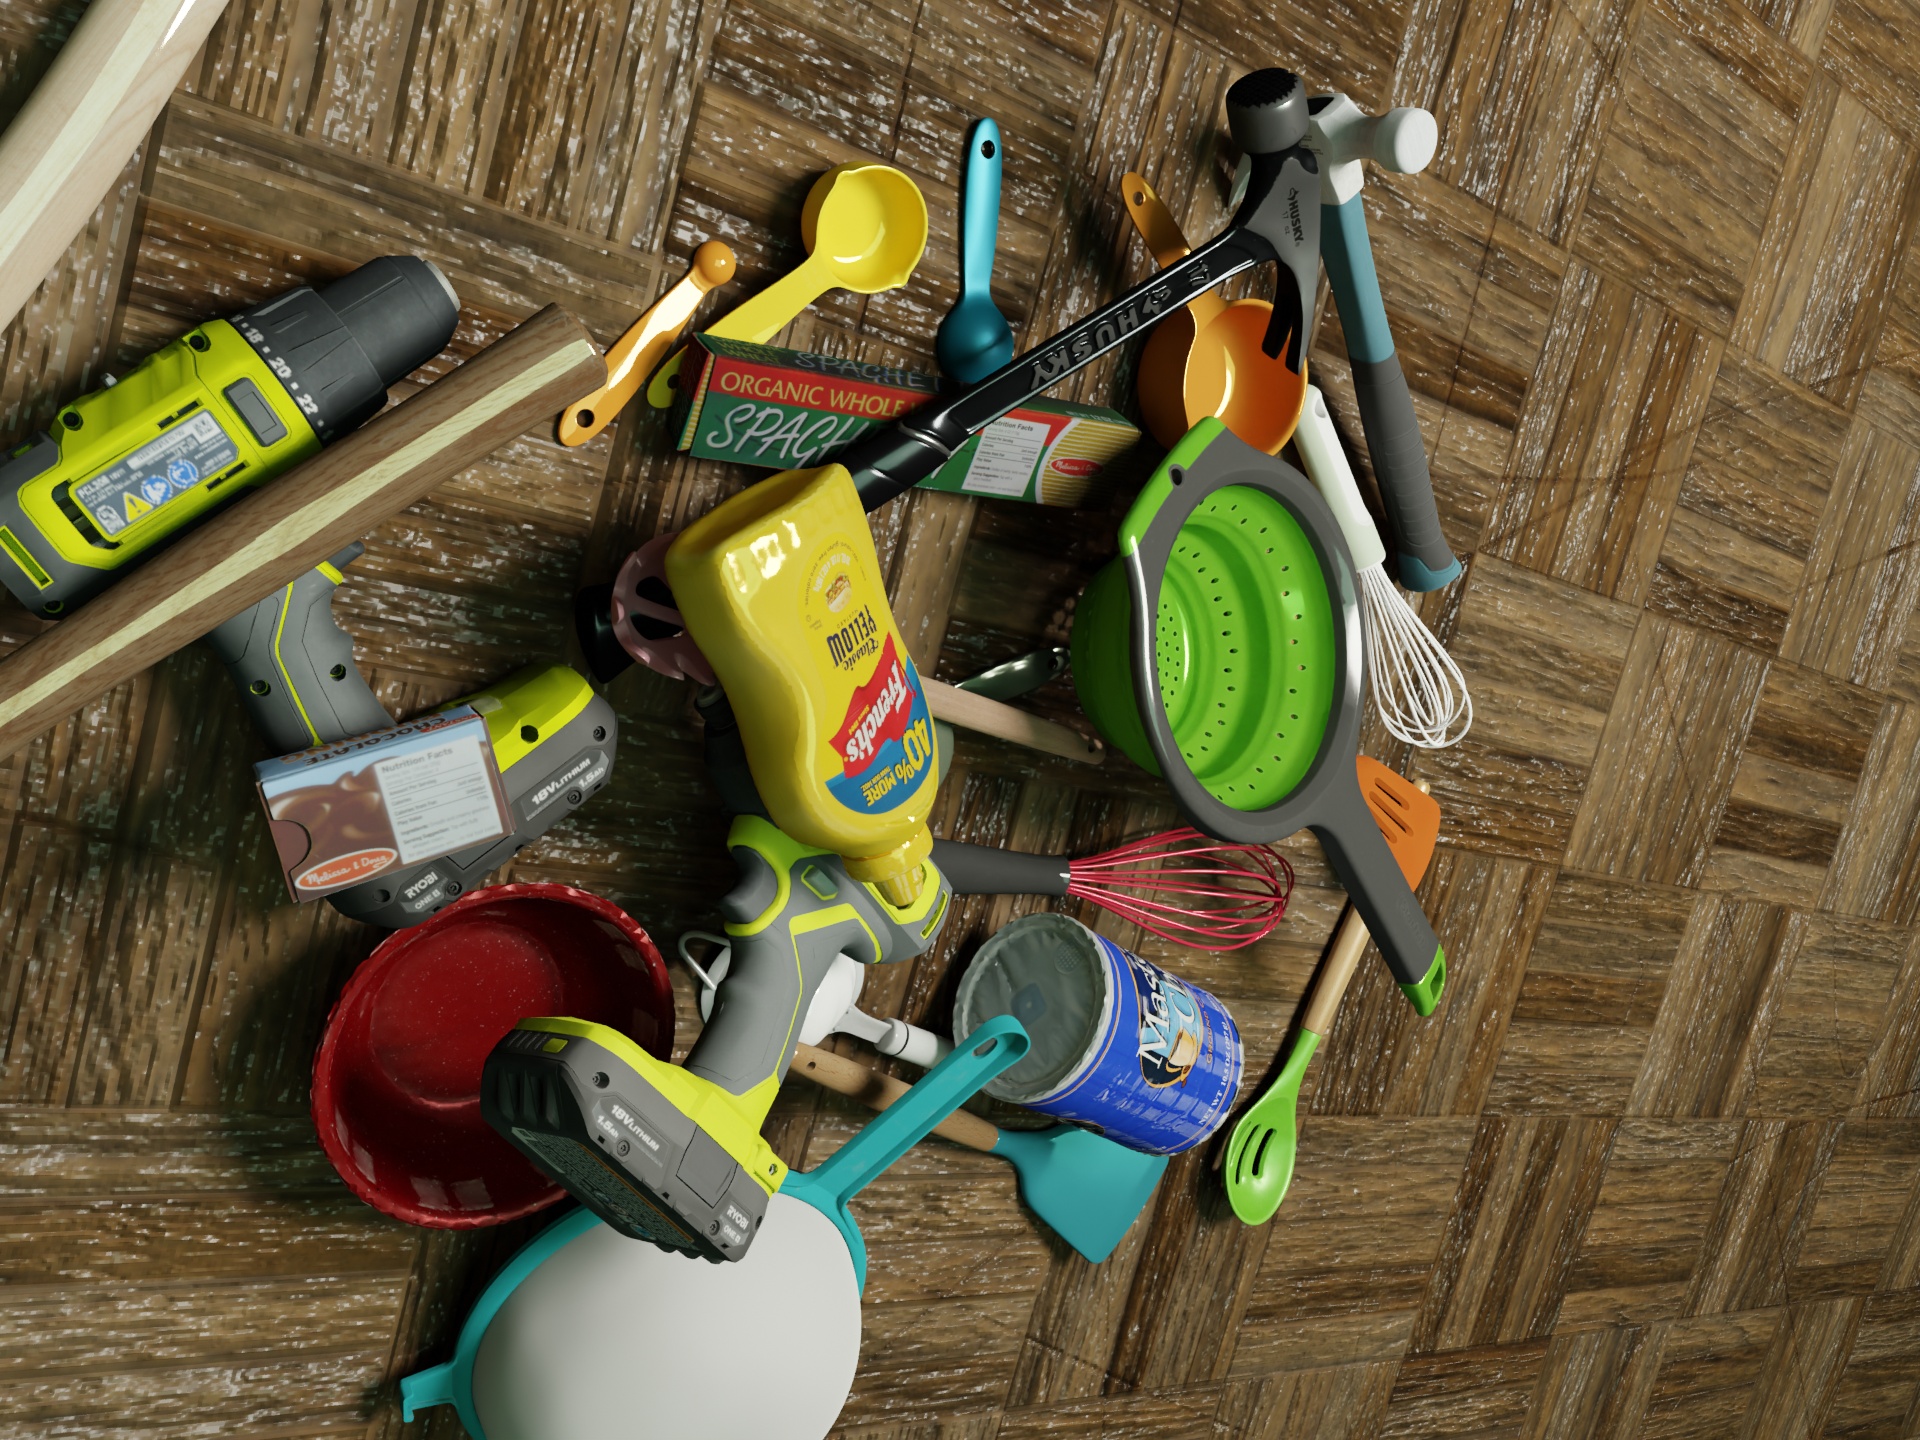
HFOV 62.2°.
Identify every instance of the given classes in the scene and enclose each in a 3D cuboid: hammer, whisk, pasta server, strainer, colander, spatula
[{"bbox_3d":[0.235,-0.196,0.895,0.033,0.128,0.330,-43,132,-16],"label":"hammer"},{"bbox_3d":[0.246,-0.088,0.951,0.058,0.059,0.246,-46,116,-44],"label":"whisk"},{"bbox_3d":[-0.267,-0.048,0.551,0.331,0.031,0.130,-39,117,-17],"label":"hammer"},{"bbox_3d":[-0.034,-0.019,0.752,0.316,0.040,0.060,18,81,-41],"label":"pasta server"},{"bbox_3d":[0.001,-0.138,0.739,0.409,0.036,0.149,-33,137,-7],"label":"hammer"},{"bbox_3d":[-0.083,0.281,0.764,0.340,0.095,0.210,-42,129,3],"label":"strainer"},{"bbox_3d":[-0.282,-0.240,0.566,0.146,0.038,0.410,35,84,-38],"label":"hammer"},{"bbox_3d":[0.166,0.023,0.892,0.204,0.094,0.396,-52,123,-32],"label":"colander"},{"bbox_3d":[0.072,0.088,0.895,0.295,0.073,0.073,7,100,-30],"label":"whisk"},{"bbox_3d":[0.218,-0.030,0.967,0.322,0.041,0.081,59,46,-30],"label":"spatula"},{"bbox_3d":[0.009,0.230,0.883,0.082,0.044,0.317,-56,136,-2],"label":"spatula"},{"bbox_3d":[-0.041,0.167,0.850,0.258,0.050,0.087,29,102,-40],"label":"strainer"}]

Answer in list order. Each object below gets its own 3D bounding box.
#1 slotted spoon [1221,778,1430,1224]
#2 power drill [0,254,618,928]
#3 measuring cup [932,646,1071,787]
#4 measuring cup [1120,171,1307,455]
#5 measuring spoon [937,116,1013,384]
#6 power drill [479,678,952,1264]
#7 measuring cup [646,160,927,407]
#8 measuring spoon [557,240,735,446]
[{"bbox_3d":[0.245,0.184,1.059,0.070,0.031,0.314,27,86,-37],"label":"slotted spoon"},{"bbox_3d":[-0.237,-0.051,0.628,0.190,0.080,0.228,-39,119,-18],"label":"power drill"},{"bbox_3d":[-0.001,-0.003,0.825,0.167,0.038,0.083,-23,116,-25],"label":"measuring cup"},{"bbox_3d":[0.116,-0.211,0.838,0.095,0.052,0.173,-46,120,-15],"label":"measuring cup"},{"bbox_3d":[0.014,-0.228,0.779,0.042,0.021,0.128,-7,109,-33],"label":"measuring spoon"},{"bbox_3d":[-0.103,0.105,0.706,0.171,0.080,0.223,54,49,-32],"label":"power drill"},{"bbox_3d":[-0.084,-0.197,0.726,0.156,0.029,0.062,-39,131,-5],"label":"measuring cup"},{"bbox_3d":[-0.137,-0.166,0.701,0.117,0.011,0.021,-53,125,-10],"label":"measuring spoon"}]
